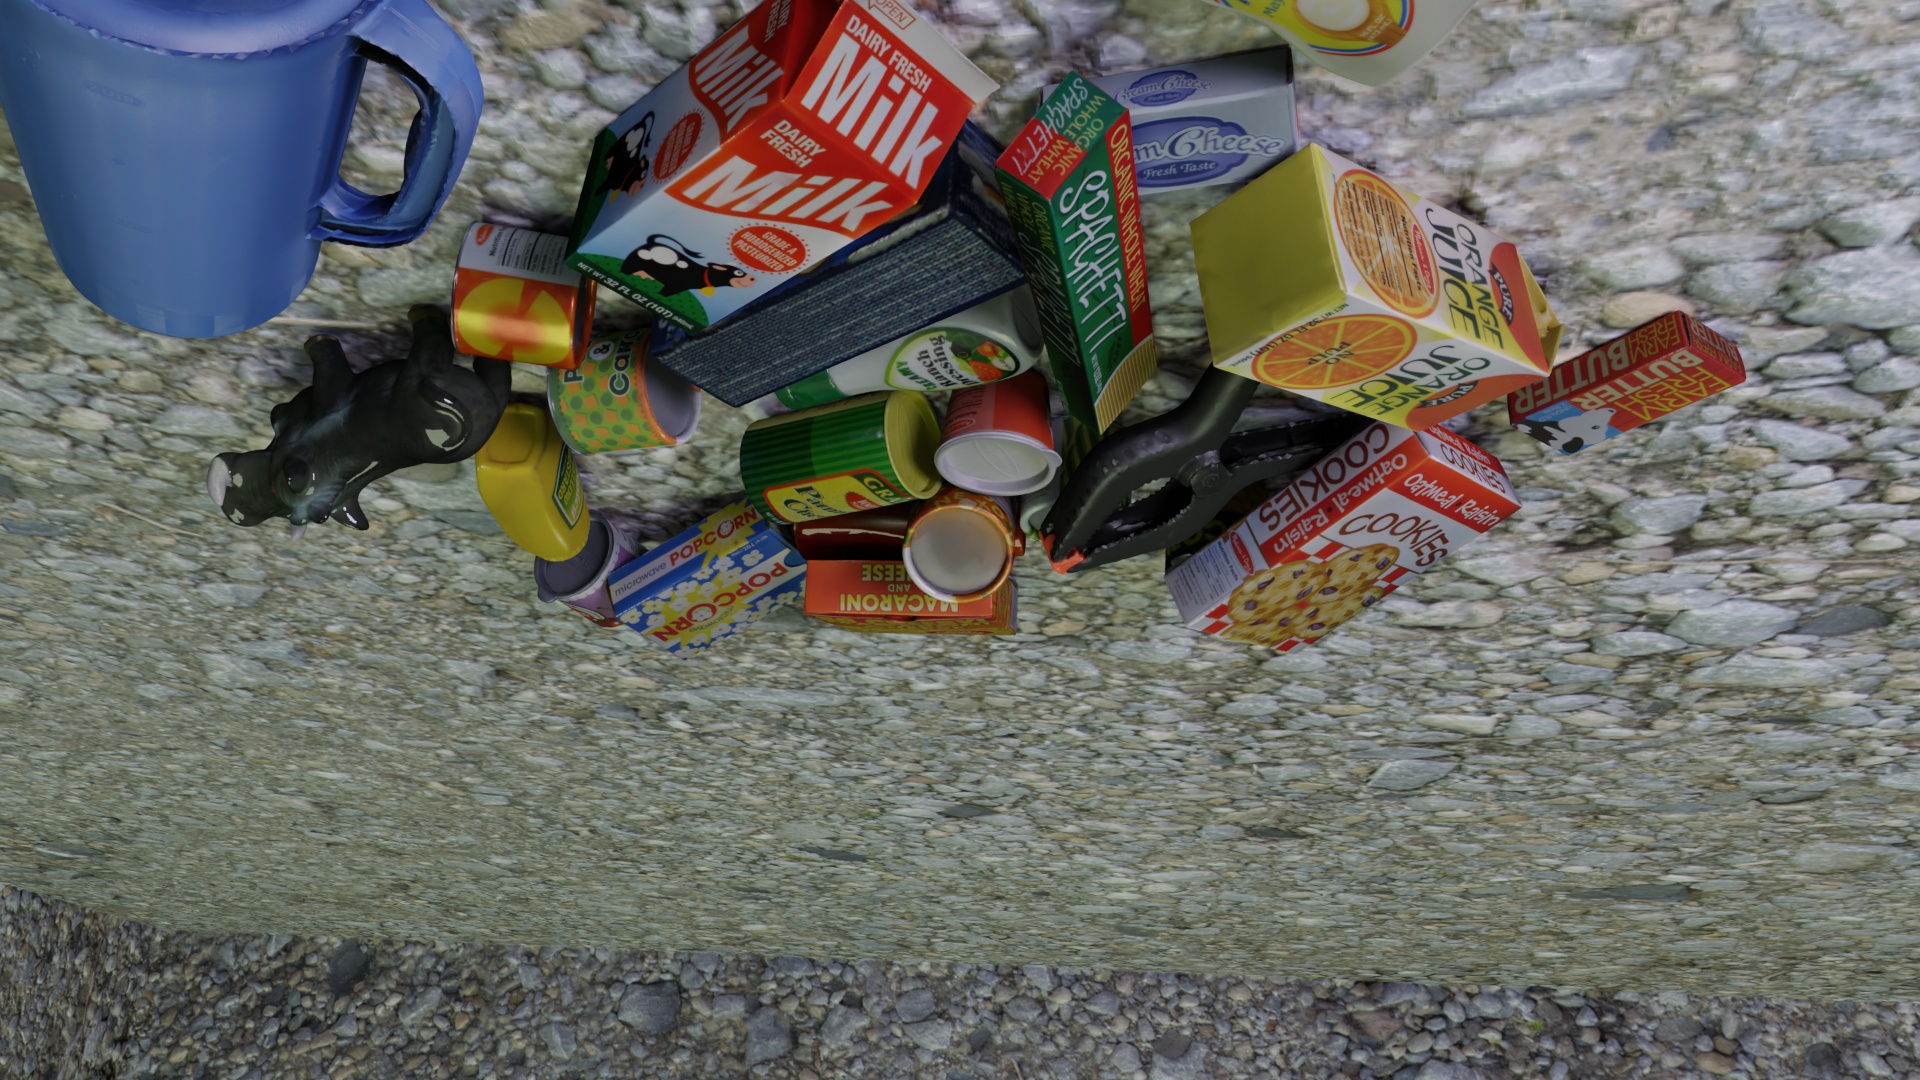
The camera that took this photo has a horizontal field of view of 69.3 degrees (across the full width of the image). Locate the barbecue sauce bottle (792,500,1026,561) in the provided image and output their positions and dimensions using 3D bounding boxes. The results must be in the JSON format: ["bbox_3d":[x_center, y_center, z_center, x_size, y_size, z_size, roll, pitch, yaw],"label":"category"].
[{"bbox_3d":[-0.032,-0.008,0.913,0.148,0.044,0.064,1,160,6],"label":"barbecue sauce bottle"}]

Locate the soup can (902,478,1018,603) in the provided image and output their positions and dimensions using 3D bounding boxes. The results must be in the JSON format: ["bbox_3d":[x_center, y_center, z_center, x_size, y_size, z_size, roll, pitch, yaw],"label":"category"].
[{"bbox_3d":[0.003,-0.010,0.834,0.071,0.084,0.071,1,113,2],"label":"soup can"}]

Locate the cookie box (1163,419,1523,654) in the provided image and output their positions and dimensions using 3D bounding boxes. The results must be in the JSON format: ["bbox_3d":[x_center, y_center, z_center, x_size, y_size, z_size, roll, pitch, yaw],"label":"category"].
[{"bbox_3d":[0.218,-0.001,0.794,0.123,0.040,0.167,16,134,-46],"label":"cookie box"}]

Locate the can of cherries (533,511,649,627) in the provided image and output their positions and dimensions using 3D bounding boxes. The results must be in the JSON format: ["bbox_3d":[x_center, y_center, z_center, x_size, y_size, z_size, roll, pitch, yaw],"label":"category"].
[{"bbox_3d":[-0.259,0.023,0.984,0.071,0.072,0.058,-7,152,22],"label":"can of cherries"}]

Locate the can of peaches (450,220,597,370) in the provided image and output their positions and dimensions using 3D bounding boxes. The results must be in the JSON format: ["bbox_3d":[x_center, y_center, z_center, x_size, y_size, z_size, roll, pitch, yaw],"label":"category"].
[{"bbox_3d":[-0.215,-0.119,0.690,0.058,0.071,0.071,8,153,-8],"label":"can of peaches"}]

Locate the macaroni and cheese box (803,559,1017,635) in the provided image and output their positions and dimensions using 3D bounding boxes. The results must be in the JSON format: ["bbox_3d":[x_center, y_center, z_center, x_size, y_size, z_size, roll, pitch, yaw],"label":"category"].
[{"bbox_3d":[-0.028,0.042,0.961,0.124,0.040,0.166,0,173,8],"label":"macaroni and cheese box"}]

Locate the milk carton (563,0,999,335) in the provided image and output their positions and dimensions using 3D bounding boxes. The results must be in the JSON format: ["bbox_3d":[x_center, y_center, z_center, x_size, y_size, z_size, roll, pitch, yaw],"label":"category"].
[{"bbox_3d":[-0.077,-0.162,0.572,0.190,0.074,0.072,-19,145,39],"label":"milk carton"}]

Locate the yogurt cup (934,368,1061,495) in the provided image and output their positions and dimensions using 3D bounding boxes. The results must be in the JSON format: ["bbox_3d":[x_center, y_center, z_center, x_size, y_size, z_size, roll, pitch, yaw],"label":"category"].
[{"bbox_3d":[0.021,-0.063,0.779,0.072,0.054,0.072,4,154,2],"label":"yogurt cup"}]

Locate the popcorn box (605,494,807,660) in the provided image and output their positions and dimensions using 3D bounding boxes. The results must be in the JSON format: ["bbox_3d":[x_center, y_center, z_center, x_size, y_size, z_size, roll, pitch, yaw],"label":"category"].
[{"bbox_3d":[-0.167,0.026,0.958,0.126,0.038,0.085,-29,145,9],"label":"popcorn box"}]

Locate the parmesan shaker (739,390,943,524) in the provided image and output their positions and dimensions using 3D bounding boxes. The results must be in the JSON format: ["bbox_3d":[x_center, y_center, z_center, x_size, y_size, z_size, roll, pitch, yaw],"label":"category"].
[{"bbox_3d":[-0.068,-0.048,0.814,0.103,0.071,0.071,-10,150,28],"label":"parmesan shaker"}]

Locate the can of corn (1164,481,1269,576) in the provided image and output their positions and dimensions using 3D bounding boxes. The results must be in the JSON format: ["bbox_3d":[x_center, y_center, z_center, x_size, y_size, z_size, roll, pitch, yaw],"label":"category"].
[{"bbox_3d":[0.160,-0.003,0.874,0.071,0.058,0.071,4,154,2],"label":"can of corn"}]

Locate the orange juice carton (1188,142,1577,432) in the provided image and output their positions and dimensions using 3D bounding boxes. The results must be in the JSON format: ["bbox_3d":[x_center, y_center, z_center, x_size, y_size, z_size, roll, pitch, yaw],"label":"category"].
[{"bbox_3d":[0.198,-0.104,0.629,0.193,0.073,0.071,10,155,-37],"label":"orange juice carton"}]

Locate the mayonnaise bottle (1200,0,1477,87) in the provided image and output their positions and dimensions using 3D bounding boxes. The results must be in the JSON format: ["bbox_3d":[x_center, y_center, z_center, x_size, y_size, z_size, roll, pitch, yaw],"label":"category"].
[{"bbox_3d":[0.105,-0.210,0.482,0.148,0.041,0.064,15,154,-21],"label":"mayonnaise bottle"}]

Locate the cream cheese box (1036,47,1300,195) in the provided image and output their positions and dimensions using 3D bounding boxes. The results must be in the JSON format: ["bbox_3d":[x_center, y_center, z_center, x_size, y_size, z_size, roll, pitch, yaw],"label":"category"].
[{"bbox_3d":[0.088,-0.172,0.582,0.104,0.024,0.053,-4,152,16],"label":"cream cheese box"}]

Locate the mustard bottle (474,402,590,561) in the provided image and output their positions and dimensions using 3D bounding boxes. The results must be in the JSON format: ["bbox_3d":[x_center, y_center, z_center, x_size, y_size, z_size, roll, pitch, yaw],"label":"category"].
[{"bbox_3d":[-0.267,-0.026,0.889,0.049,0.065,0.159,3,154,0],"label":"mustard bottle"}]

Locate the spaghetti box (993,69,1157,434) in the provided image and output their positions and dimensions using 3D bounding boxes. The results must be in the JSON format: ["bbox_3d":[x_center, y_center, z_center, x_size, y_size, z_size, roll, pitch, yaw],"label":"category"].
[{"bbox_3d":[0.057,-0.114,0.620,0.029,0.050,0.249,37,173,18],"label":"spaghetti box"}]

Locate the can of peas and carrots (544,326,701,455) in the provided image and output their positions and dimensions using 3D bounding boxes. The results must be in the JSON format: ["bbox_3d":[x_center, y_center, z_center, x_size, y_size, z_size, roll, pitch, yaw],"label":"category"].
[{"bbox_3d":[-0.184,-0.084,0.760,0.059,0.071,0.070,-5,152,17],"label":"can of peas and carrots"}]

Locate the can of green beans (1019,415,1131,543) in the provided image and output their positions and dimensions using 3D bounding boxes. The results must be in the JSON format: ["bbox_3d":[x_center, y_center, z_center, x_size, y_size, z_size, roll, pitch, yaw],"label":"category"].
[{"bbox_3d":[0.070,-0.033,0.828,0.071,0.058,0.071,4,154,2],"label":"can of green beans"}]

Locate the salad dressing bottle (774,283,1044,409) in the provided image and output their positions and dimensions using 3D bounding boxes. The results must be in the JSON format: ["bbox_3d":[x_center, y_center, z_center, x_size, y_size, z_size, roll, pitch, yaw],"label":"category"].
[{"bbox_3d":[-0.031,-0.100,0.725,0.147,0.044,0.064,-10,150,28],"label":"salad dressing bottle"}]

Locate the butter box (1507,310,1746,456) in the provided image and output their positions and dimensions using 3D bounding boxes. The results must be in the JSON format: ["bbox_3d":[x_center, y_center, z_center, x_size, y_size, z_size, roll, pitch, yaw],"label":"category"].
[{"bbox_3d":[0.346,-0.080,0.726,0.053,0.024,0.103,19,151,-28],"label":"butter box"}]
